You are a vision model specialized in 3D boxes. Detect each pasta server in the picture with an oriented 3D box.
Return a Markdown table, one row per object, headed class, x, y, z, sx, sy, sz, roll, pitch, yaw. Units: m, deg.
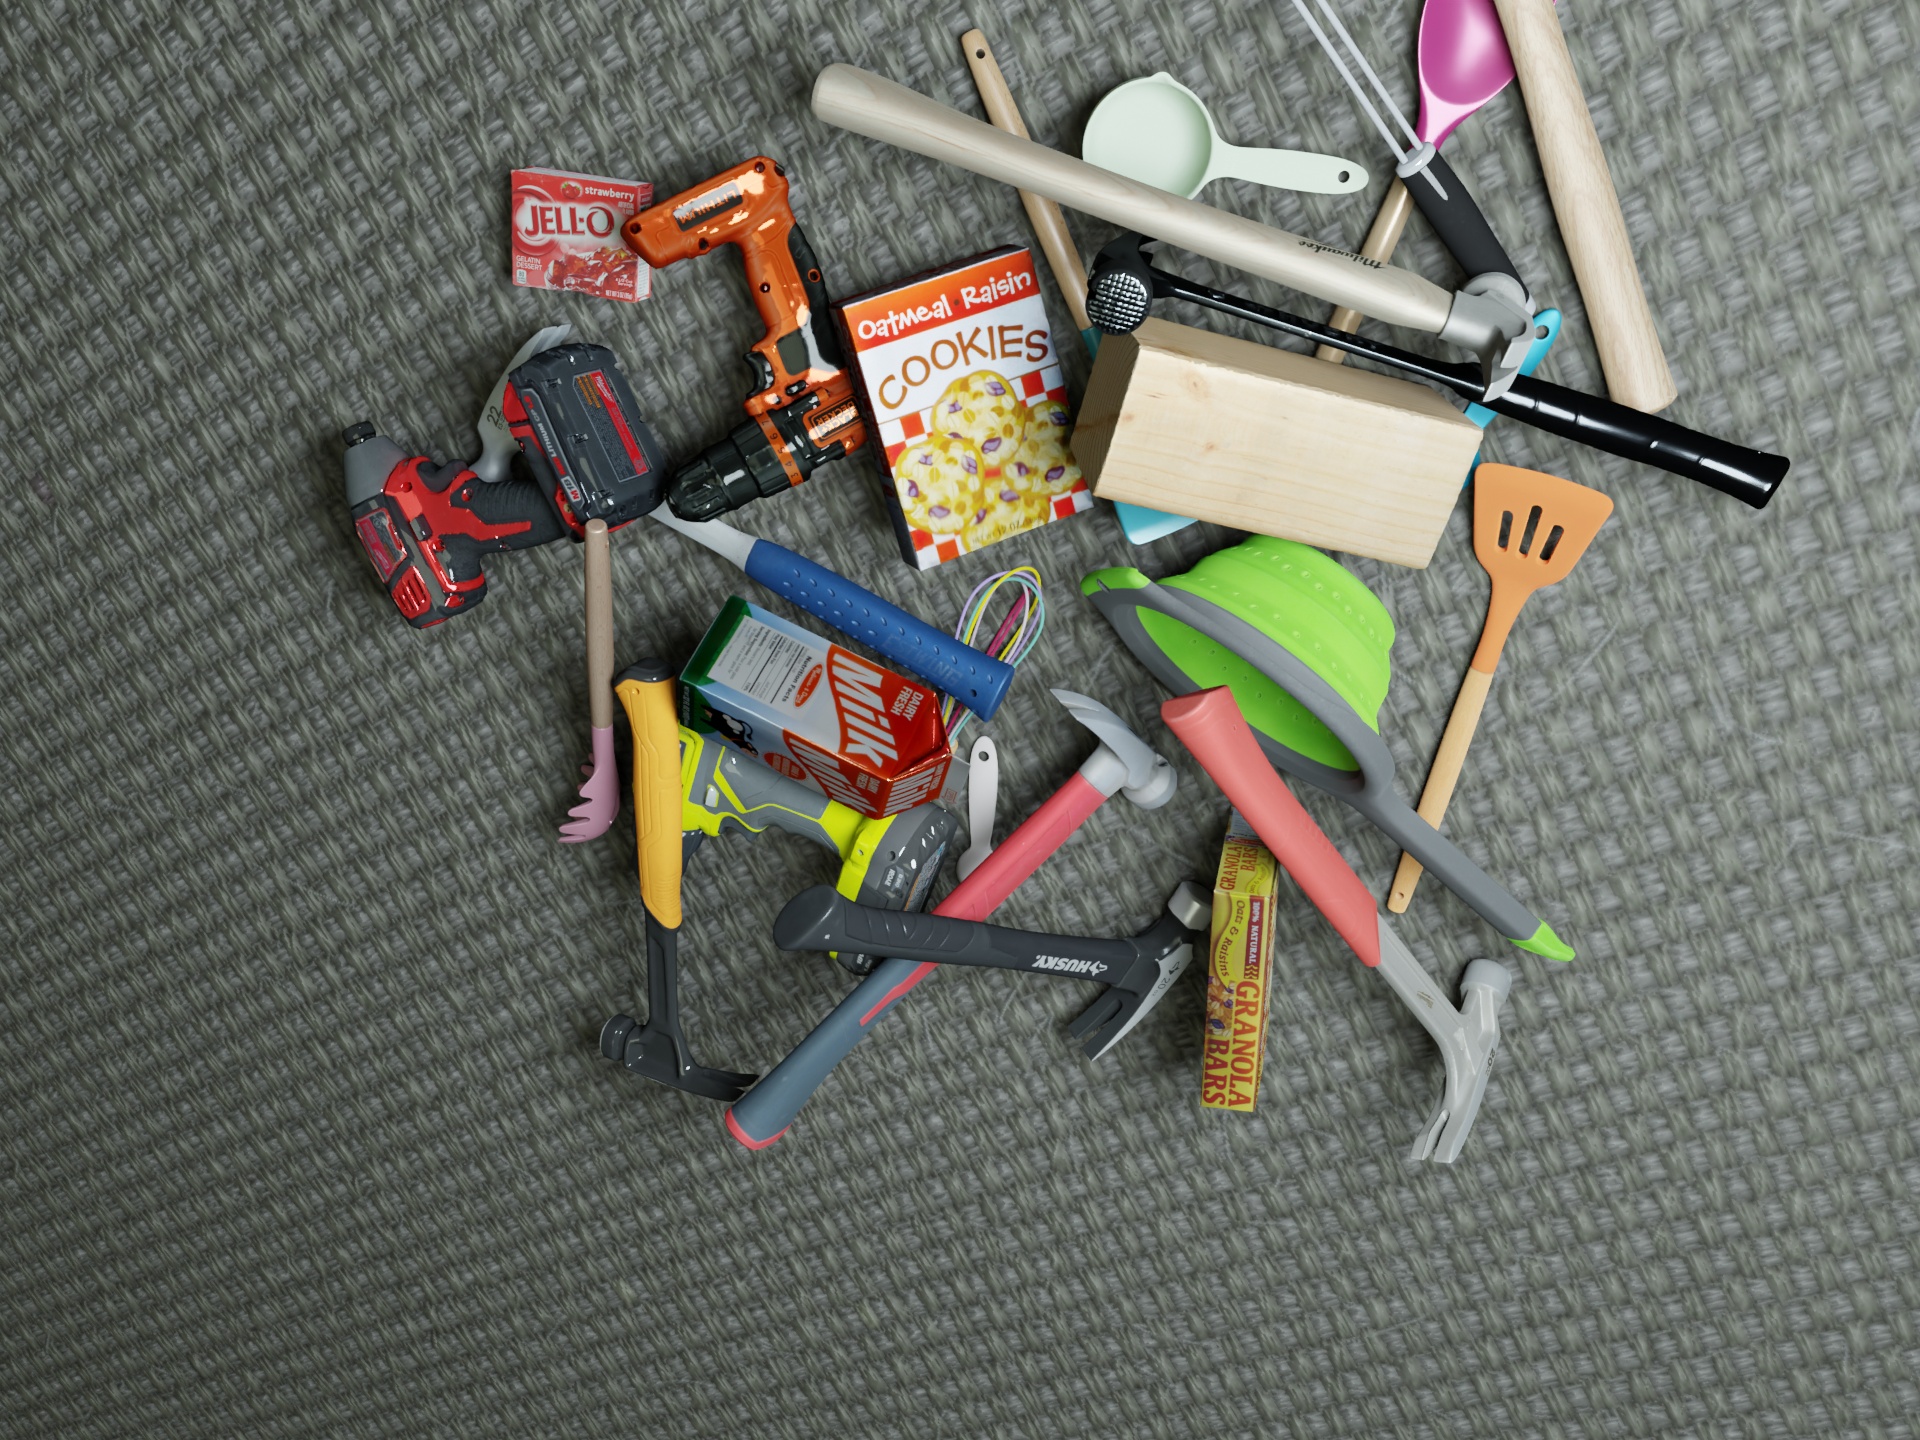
| class | x | y | z | sx | sy | sz | roll | pitch | yaw |
| --- | --- | --- | --- | --- | --- | --- | --- | --- | --- |
| pasta server | -0.253 | -0.018 | 1.086 | 0.040 | 0.060 | 0.316 | 11 | 138 | -2 |

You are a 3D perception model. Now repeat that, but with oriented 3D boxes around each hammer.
| class | x | y | z | sx | sy | sz | roll | pitch | yaw |
| --- | --- | --- | --- | --- | --- | --- | --- | --- | --- |
| hammer | -0.146 | -0.120 | 1.057 | 0.405 | 0.035 | 0.144 | 29 | 116 | 8 |
| hammer | 0.021 | 0.153 | 1.043 | 0.334 | 0.035 | 0.146 | 14 | 117 | -40 |
| hammer | 0.269 | -0.196 | 0.894 | 0.409 | 0.149 | 0.036 | 18 | 121 | -1 |
| hammer | 0.109 | -0.272 | 0.860 | 0.410 | 0.146 | 0.038 | 22 | 121 | 6 |
| hammer | -0.206 | 0.116 | 1.121 | 0.127 | 0.034 | 0.336 | 14 | 118 | 24 |
| hammer | -0.025 | 0.141 | 1.058 | 0.386 | 0.038 | 0.143 | -45 | 142 | 7 |
| hammer | 0.234 | 0.117 | 0.994 | 0.037 | 0.149 | 0.358 | -11 | 129 | 49 |
| hammer | 0.335 | -0.323 | 0.875 | 0.130 | 0.031 | 0.331 | -22 | 110 | 12 |

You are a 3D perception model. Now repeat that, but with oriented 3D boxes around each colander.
| class | x | y | z | sx | sy | sz | roll | pitch | yaw |
| --- | --- | --- | --- | --- | --- | --- | --- | --- | --- |
| colander | 0.258 | 0.003 | 0.992 | 0.397 | 0.204 | 0.094 | 39 | 83 | -11 |

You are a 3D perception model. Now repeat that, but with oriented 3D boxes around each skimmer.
| class | x | y | z | sx | sy | sz | roll | pitch | yaw |
| --- | --- | --- | --- | --- | --- | --- | --- | --- | --- |
| skimmer | 0.207 | -0.360 | 0.863 | 0.127 | 0.090 | 0.363 | -37 | 122 | 19 |

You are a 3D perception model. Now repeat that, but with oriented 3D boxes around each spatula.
| class | x | y | z | sx | sy | sz | roll | pitch | yaw |
| --- | --- | --- | --- | --- | --- | --- | --- | --- | --- |
| spatula | 0.074 | -0.265 | 0.965 | 0.082 | 0.044 | 0.317 | -26 | 104 | -3 |
| spatula | 0.324 | -0.009 | 1.016 | 0.081 | 0.041 | 0.322 | 21 | 118 | 18 |

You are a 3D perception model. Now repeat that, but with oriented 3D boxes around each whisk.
| class | x | y | z | sx | sy | sz | roll | pitch | yaw |
| --- | --- | --- | --- | --- | --- | --- | --- | --- | --- |
| whisk | 0.000 | -0.003 | 1.098 | 0.051 | 0.047 | 0.244 | 30 | 121 | 8 |

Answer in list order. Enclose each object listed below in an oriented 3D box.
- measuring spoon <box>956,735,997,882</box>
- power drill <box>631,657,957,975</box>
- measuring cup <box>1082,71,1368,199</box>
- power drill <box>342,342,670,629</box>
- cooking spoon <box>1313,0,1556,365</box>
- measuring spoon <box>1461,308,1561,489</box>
| class | x | y | z | sx | sy | sz | roll | pitch | yaw |
| --- | --- | --- | --- | --- | --- | --- | --- | --- | --- |
| measuring spoon | 0.014 | 0.070 | 1.136 | 0.034 | 0.018 | 0.124 | 6 | 113 | 11 |
| power drill | -0.133 | 0.083 | 1.133 | 0.228 | 0.080 | 0.190 | 28 | 123 | 12 |
| measuring cup | 0.153 | -0.329 | 0.928 | 0.167 | 0.038 | 0.083 | 7 | 116 | -4 |
| power drill | -0.311 | -0.158 | 1.044 | 0.219 | 0.078 | 0.143 | -19 | 101 | 28 |
| cooking spoon | 0.254 | -0.300 | 0.920 | 0.068 | 0.017 | 0.318 | 19 | 116 | -4 |
| measuring spoon | 0.316 | -0.188 | 0.951 | 0.042 | 0.021 | 0.128 | 31 | 117 | -1 |
